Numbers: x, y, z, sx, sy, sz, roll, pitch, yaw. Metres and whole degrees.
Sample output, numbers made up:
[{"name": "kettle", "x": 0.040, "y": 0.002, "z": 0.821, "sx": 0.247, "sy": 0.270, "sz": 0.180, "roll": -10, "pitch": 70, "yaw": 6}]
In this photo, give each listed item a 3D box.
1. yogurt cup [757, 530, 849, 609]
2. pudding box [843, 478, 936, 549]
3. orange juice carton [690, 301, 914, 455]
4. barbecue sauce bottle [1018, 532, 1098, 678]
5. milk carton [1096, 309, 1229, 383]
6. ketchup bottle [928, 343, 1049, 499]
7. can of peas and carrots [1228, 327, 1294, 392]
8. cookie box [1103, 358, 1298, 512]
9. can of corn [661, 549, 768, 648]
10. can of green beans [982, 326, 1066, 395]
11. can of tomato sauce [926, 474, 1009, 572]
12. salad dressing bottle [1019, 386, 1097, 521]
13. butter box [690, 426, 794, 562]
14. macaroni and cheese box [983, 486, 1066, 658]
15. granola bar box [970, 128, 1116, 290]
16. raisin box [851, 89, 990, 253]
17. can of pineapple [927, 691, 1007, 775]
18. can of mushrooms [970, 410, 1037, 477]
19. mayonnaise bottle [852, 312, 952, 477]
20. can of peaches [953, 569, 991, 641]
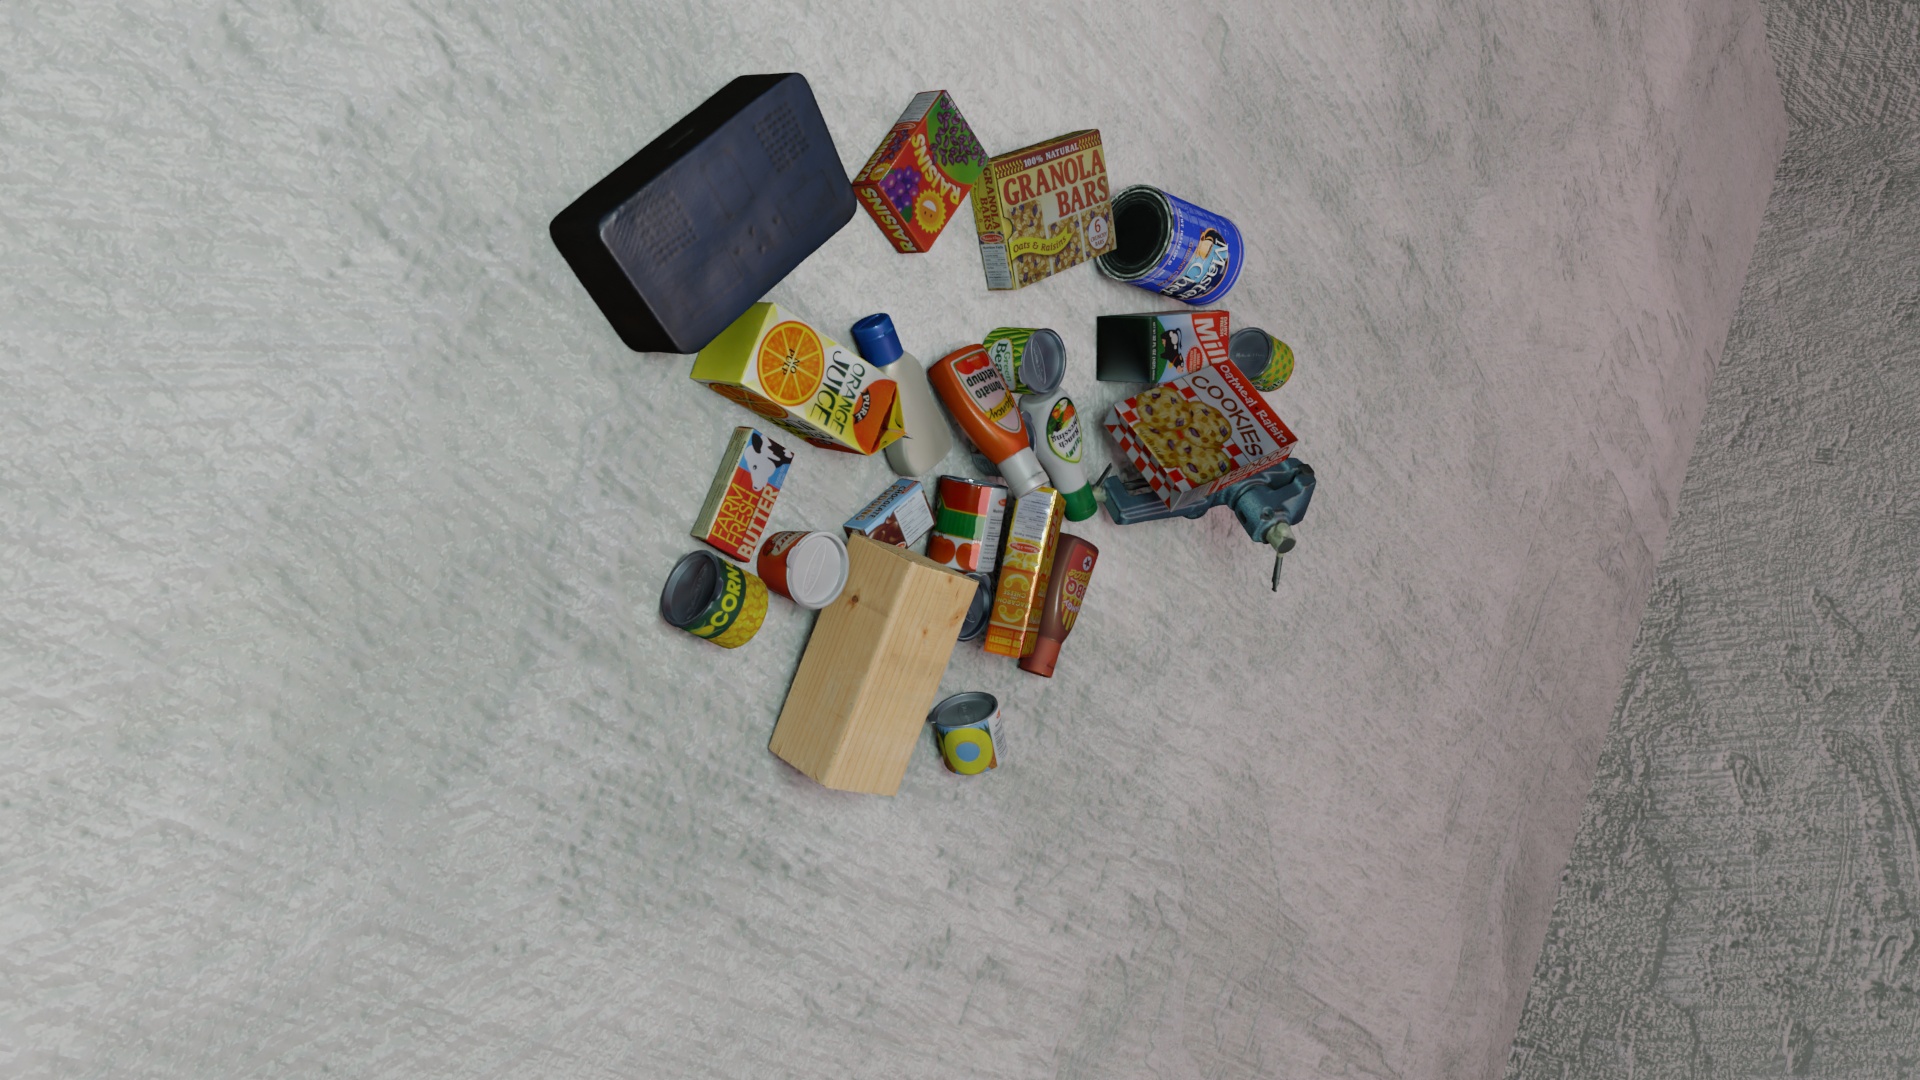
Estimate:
[{"name": "yogurt cup", "x": -0.138, "y": 0.022, "z": 1.196, "sx": 0.072, "sy": 0.054, "sz": 0.072, "roll": -11, "pitch": 105, "yaw": -45}, {"name": "pudding box", "x": -0.065, "y": -0.015, "z": 1.284, "sx": 0.084, "sy": 0.030, "sz": 0.049, "roll": -42, "pitch": 126, "yaw": -33}, {"name": "orange juice carton", "x": -0.124, "y": -0.127, "z": 1.171, "sx": 0.192, "sy": 0.072, "sz": 0.073, "roll": 29, "pitch": 77, "yaw": -45}, {"name": "barbecue sauce bottle", "x": 0.100, "y": 0.069, "z": 1.461, "sx": 0.065, "sy": 0.043, "sz": 0.148, "roll": 30, "pitch": 75, "yaw": -53}, {"name": "milk carton", "x": 0.237, "y": -0.216, "z": 1.532, "sx": 0.191, "sy": 0.073, "sz": 0.072, "roll": -14, "pitch": 107, "yaw": -45}, {"name": "ketchup bottle", "x": 0.031, "y": -0.111, "z": 1.308, "sx": 0.065, "sy": 0.043, "sz": 0.149, "roll": -27, "pitch": 85, "yaw": -41}, {"name": "can of peas and carrots", "x": 0.357, "y": -0.214, "z": 1.663, "sx": 0.059, "sy": 0.071, "sz": 0.071, "roll": 15, "pitch": 86, "yaw": -47}, {"name": "cookie box", "x": 0.254, "y": -0.113, "z": 1.463, "sx": 0.168, "sy": 0.123, "sz": 0.040, "roll": -23, "pitch": 156, "yaw": -27}, {"name": "can of corn", "x": -0.197, "y": 0.049, "z": 1.127, "sx": 0.058, "sy": 0.071, "sz": 0.071, "roll": 33, "pitch": 74, "yaw": -45}, {"name": "can of green beans", "x": 0.061, "y": -0.177, "z": 1.366, "sx": 0.071, "sy": 0.058, "sz": 0.071, "roll": -11, "pitch": 105, "yaw": -45}, {"name": "can of tomato sauce", "x": 0.005, "y": -0.017, "z": 1.329, "sx": 0.071, "sy": 0.071, "sz": 0.083, "roll": 5, "pitch": 98, "yaw": -47}, {"name": "salad dressing bottle", "x": 0.105, "y": -0.089, "z": 1.437, "sx": 0.064, "sy": 0.044, "sz": 0.147, "roll": -45, "pitch": 127, "yaw": -34}, {"name": "butter box", "x": -0.182, "y": -0.038, "z": 1.161, "sx": 0.053, "sy": 0.024, "sz": 0.103, "roll": 32, "pitch": 73, "yaw": -44}, {"name": "macaroni and cheese box", "x": 0.066, "y": 0.032, "z": 1.378, "sx": 0.123, "sy": 0.040, "sz": 0.166, "roll": 25, "pitch": 77, "yaw": -80}, {"name": "granola bar box", "x": 0.084, "y": -0.329, "z": 1.377, "sx": 0.166, "sy": 0.039, "sz": 0.123, "roll": -30, "pitch": 118, "yaw": -40}, {"name": "raisin box", "x": -0.035, "y": -0.332, "z": 1.252, "sx": 0.086, "sy": 0.040, "sz": 0.124, "roll": 50, "pitch": 60, "yaw": -40}, {"name": "can of pineapple", "x": 0.008, "y": 0.191, "z": 1.373, "sx": 0.071, "sy": 0.071, "sz": 0.057, "roll": -31, "pitch": 119, "yaw": -39}, {"name": "can of mushrooms", "x": 0.044, "y": -0.097, "z": 1.380, "sx": 0.071, "sy": 0.033, "sz": 0.071, "roll": -10, "pitch": 104, "yaw": -44}, {"name": "mayonnaise bottle", "x": -0.056, "y": -0.134, "z": 1.265, "sx": 0.065, "sy": 0.041, "sz": 0.147, "roll": -42, "pitch": 124, "yaw": -35}, {"name": "can of peaches", "x": -0.012, "y": 0.058, "z": 1.332, "sx": 0.071, "sy": 0.058, "sz": 0.071, "roll": -9, "pitch": 103, "yaw": -45}]
